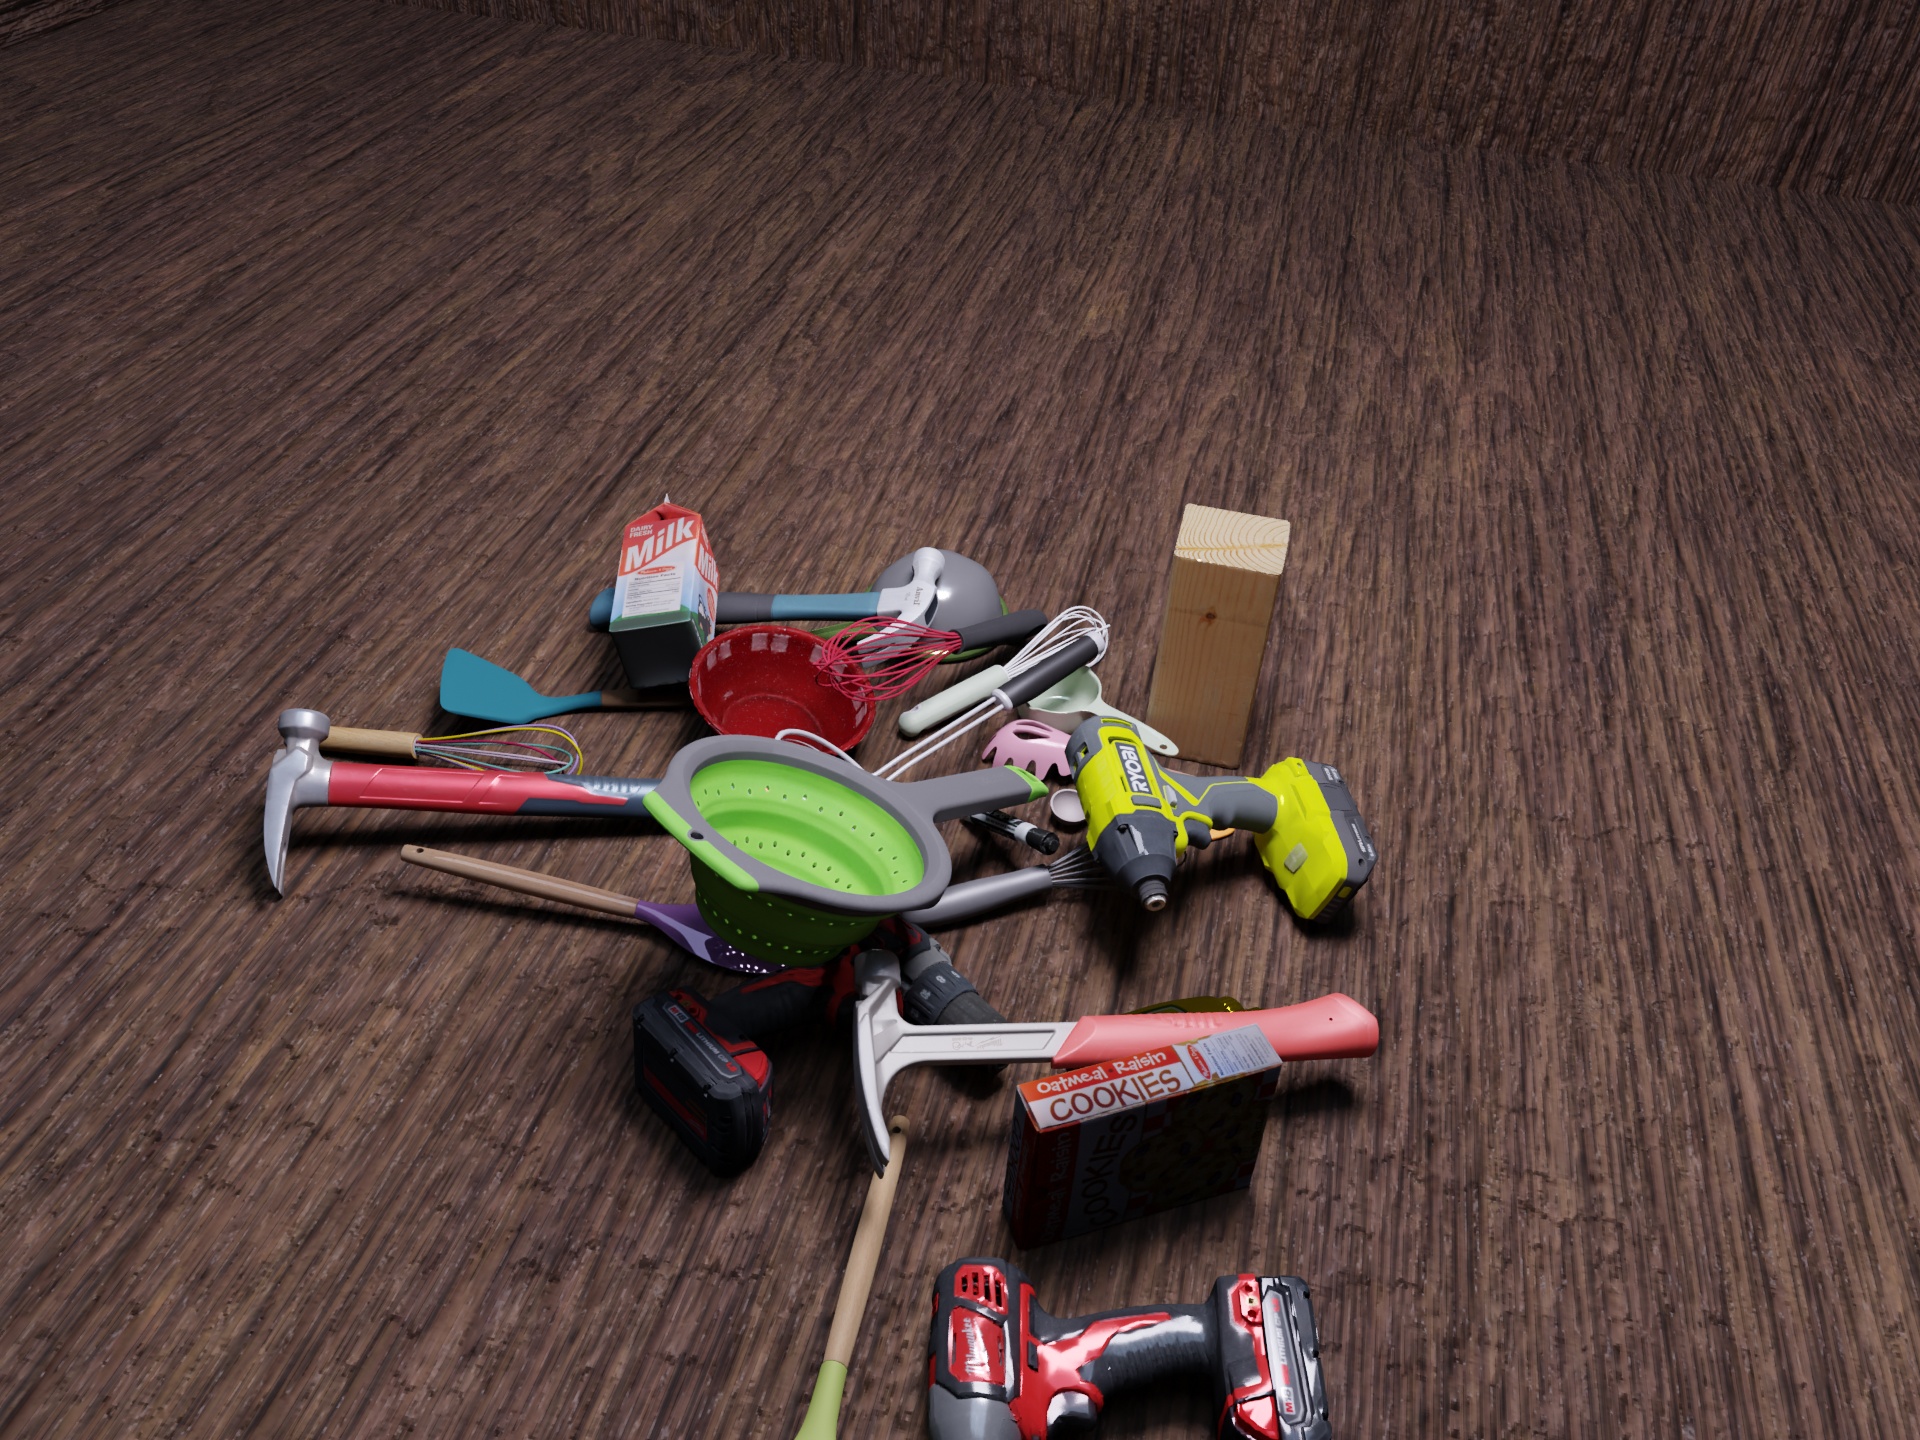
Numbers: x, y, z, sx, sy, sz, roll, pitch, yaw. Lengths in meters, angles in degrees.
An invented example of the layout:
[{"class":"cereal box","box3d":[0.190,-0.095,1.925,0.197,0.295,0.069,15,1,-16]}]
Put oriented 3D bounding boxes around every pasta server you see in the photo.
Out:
[{"class":"pasta server","box3d":[0.174,0.055,1.363,0.316,0.040,0.060,16,39,8]}]

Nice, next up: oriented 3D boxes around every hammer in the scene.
[{"class":"hammer","box3d":[0.108,0.221,1.057,0.359,0.036,0.149,1,52,-12]},{"class":"hammer","box3d":[-0.185,-0.105,1.479,0.331,0.033,0.128,0,49,12]},{"class":"hammer","box3d":[-0.342,0.073,1.259,0.386,0.038,0.143,4,71,-12]}]

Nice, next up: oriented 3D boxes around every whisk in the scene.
[{"class":"whisk","box3d":[-0.017,-0.067,1.413,0.073,0.073,0.295,33,31,31]},{"class":"whisk","box3d":[0.044,-0.042,1.460,0.246,0.059,0.058,-27,11,-29]},{"class":"whisk","box3d":[0.067,0.126,1.248,0.239,0.055,0.055,-14,41,-15]},{"class":"whisk","box3d":[-0.434,0.028,1.331,0.245,0.047,0.051,5,39,8]}]

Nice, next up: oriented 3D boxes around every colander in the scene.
[{"class":"colander","box3d":[-0.068,0.095,1.153,0.205,0.094,0.397,37,24,28]}]

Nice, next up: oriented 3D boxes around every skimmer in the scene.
[{"class":"skimmer","box3d":[-0.002,-0.004,1.323,0.363,0.090,0.127,-32,70,-30]}]

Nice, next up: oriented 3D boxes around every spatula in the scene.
[{"class":"spatula","box3d":[-0.269,0.138,1.200,0.316,0.018,0.060,14,41,2]},{"class":"spatula","box3d":[-0.291,-0.026,1.406,0.317,0.044,0.082,-2,42,-9]}]

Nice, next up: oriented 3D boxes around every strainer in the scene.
[{"class":"strainer","box3d":[-0.072,-0.113,1.515,0.256,0.069,0.152,-14,42,-24]}]

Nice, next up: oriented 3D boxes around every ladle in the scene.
[{"class":"ladle","box3d":[-0.068,0.351,0.939,0.078,0.062,0.320,8,36,7]}]

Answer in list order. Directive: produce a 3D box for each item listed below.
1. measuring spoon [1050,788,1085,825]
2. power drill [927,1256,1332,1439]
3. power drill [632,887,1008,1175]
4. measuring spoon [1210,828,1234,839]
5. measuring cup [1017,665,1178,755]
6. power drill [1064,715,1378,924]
[{"class":"measuring spoon","box3d":[0.135,0.080,1.338,0.124,0.018,0.034,6,49,-9]},{"class":"power drill","box3d":[0.090,0.381,0.902,0.219,0.078,0.143,2,38,1]},{"class":"power drill","box3d":[-0.091,0.216,1.095,0.226,0.080,0.188,-26,47,-37]},{"class":"measuring spoon","box3d":[0.174,0.094,1.321,0.117,0.011,0.021,-7,40,-14]},{"class":"measuring cup","box3d":[0.122,0.003,1.409,0.168,0.038,0.083,30,47,30]},{"class":"power drill","box3d":[0.200,0.085,1.228,0.223,0.080,0.171,9,41,-23]}]
